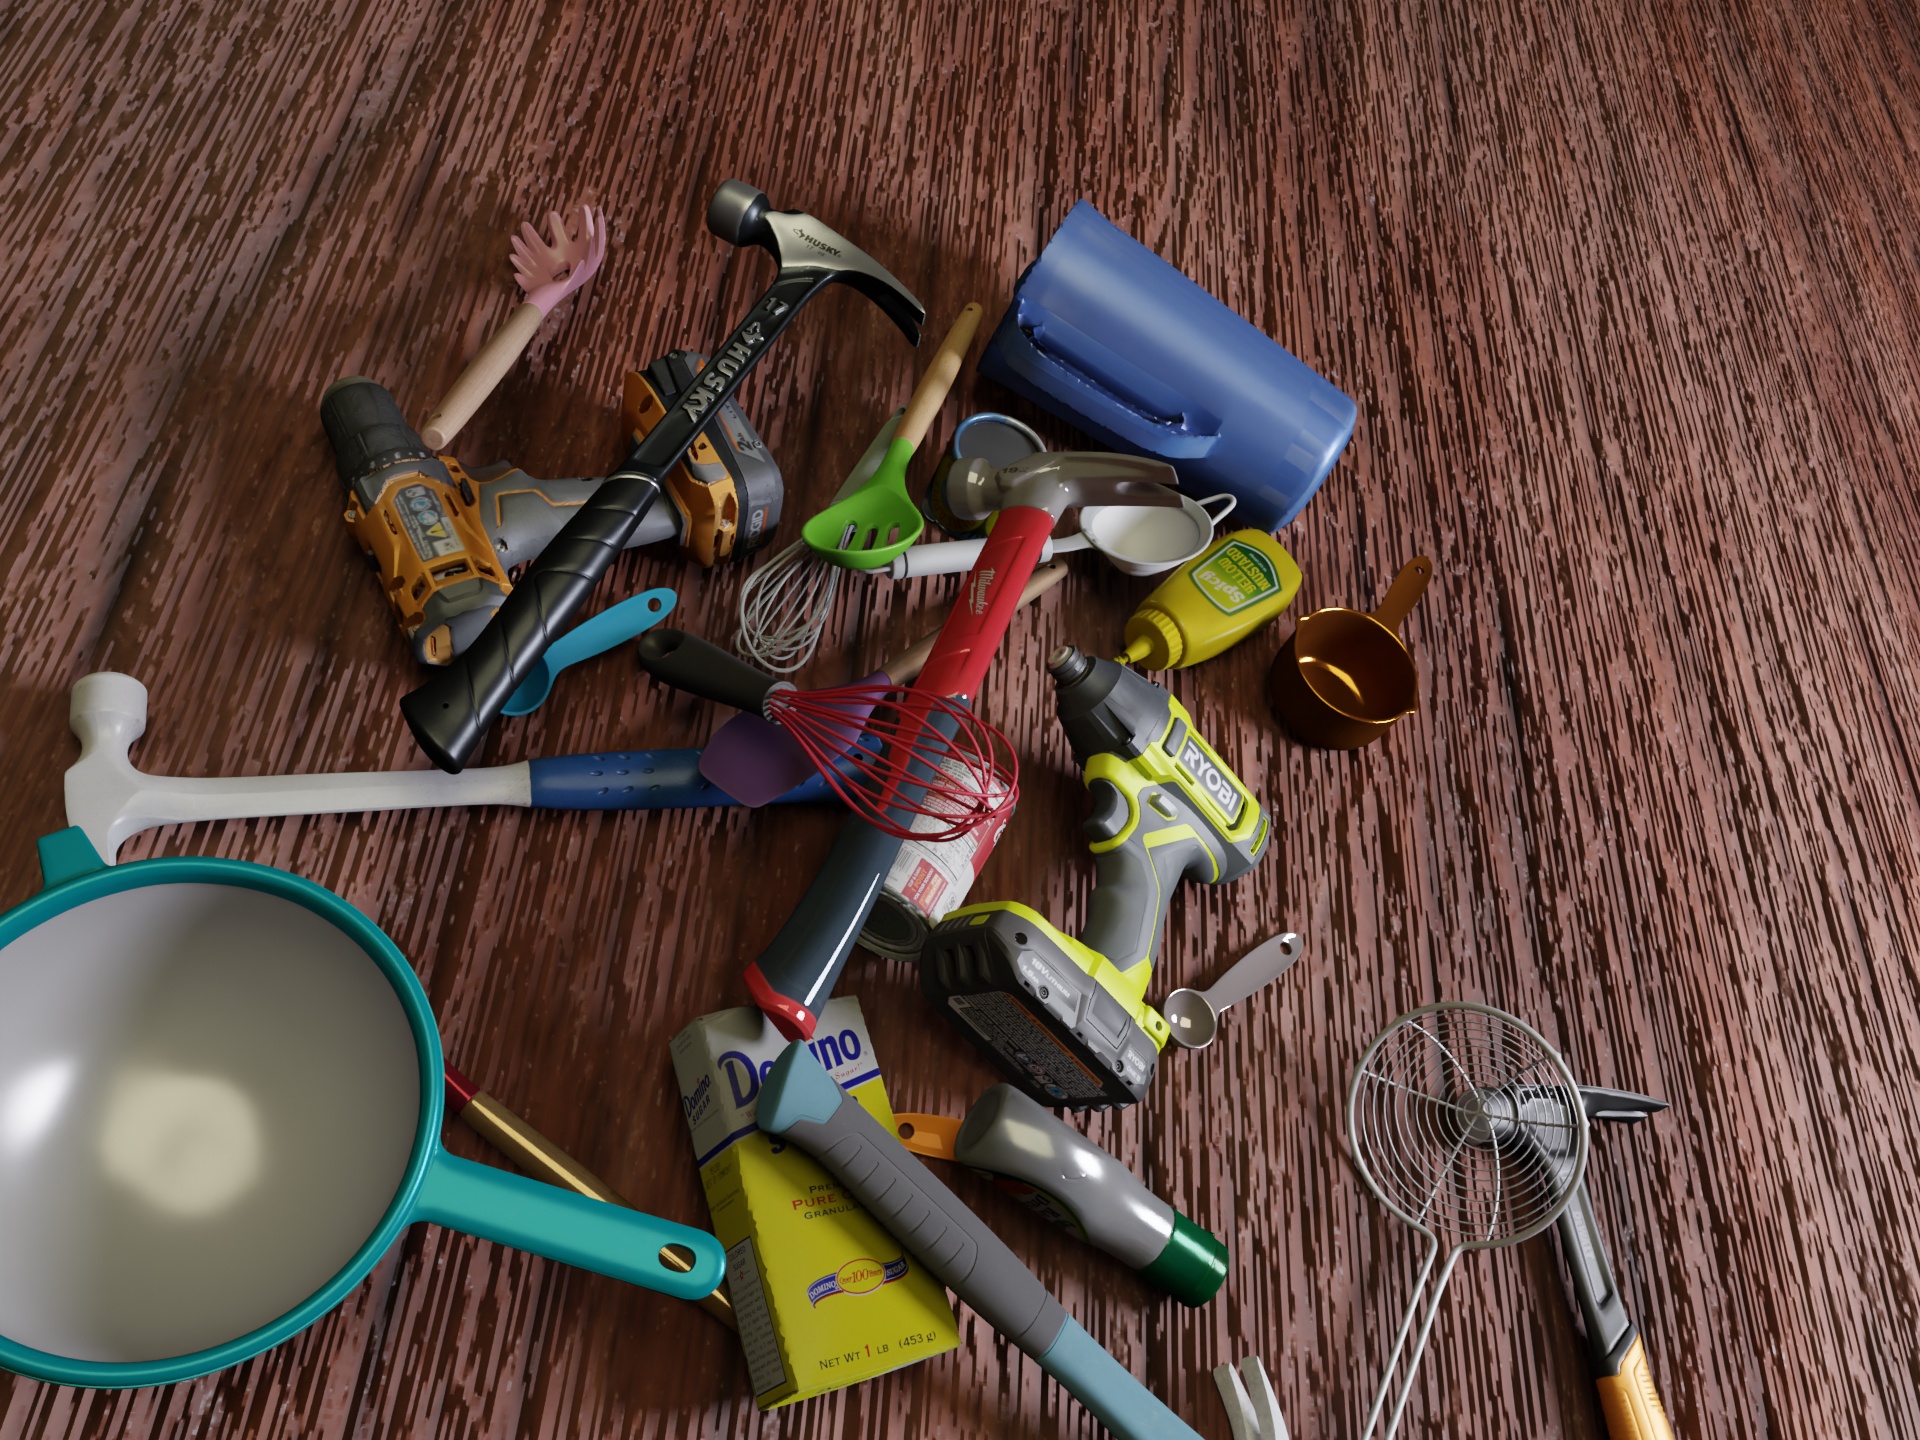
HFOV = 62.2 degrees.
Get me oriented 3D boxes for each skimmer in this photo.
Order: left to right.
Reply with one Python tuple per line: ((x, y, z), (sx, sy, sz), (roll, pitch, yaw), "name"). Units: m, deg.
((0.211, 0.309, 0.783), (0.127, 0.090, 0.363), (9, 50, 32), "skimmer")

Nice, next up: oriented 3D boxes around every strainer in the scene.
((-0.270, 0.193, 0.680), (0.340, 0.095, 0.211), (21, 59, -10), "strainer")
((0.056, -0.109, 1.000), (0.258, 0.050, 0.087), (-9, 42, -22), "strainer")

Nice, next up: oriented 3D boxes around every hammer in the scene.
((-0.234, 0.039, 0.824), (0.405, 0.035, 0.144), (-2, 60, -21), "hammer")
((-0.163, -0.136, 0.861), (0.149, 0.036, 0.409), (28, 61, 4), "hammer")
((-0.001, -0.003, 0.838), (0.143, 0.038, 0.387), (5, 52, 28), "hammer")
((0.031, 0.275, 0.734), (0.331, 0.033, 0.128), (45, 44, -3), "hammer")
((0.360, 0.359, 0.842), (0.127, 0.034, 0.337), (5, 58, -16), "hammer")

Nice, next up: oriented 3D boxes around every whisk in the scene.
((-0.081, -0.003, 0.809), (0.073, 0.073, 0.296), (-30, 35, -32), "whisk")
((-0.073, -0.121, 0.983), (0.059, 0.058, 0.246), (52, 45, -27), "whisk")

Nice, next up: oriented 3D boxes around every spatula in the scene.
((-0.031, -0.034, 0.930), (0.060, 0.018, 0.316), (34, 44, 22), "spatula")

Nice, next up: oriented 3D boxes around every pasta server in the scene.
((-0.260, -0.234, 0.923), (0.060, 0.040, 0.316), (-9, 33, 9), "pasta server")

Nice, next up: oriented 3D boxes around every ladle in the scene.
((-0.208, 0.193, 0.740), (0.315, 0.031, 0.069), (38, 83, 2), "ladle")

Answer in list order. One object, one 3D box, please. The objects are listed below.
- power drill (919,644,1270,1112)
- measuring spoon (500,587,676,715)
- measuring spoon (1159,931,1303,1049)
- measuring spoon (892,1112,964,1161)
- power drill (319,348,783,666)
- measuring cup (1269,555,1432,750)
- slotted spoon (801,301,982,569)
((0.074, 0.080, 0.859), (0.171, 0.080, 0.223), (47, 51, -22), "power drill")
((-0.215, -0.044, 0.888), (0.128, 0.021, 0.042), (-32, 111, -32), "measuring spoon")
((0.156, 0.153, 0.912), (0.124, 0.018, 0.034), (-25, 76, -38), "measuring spoon")
((0.014, 0.219, 0.819), (0.117, 0.011, 0.021), (13, 70, -9), "measuring spoon")
((-0.240, -0.143, 0.914), (0.226, 0.084, 0.185), (-22, 67, -25), "power drill")
((0.267, -0.048, 1.055), (0.095, 0.052, 0.174), (38, 52, 6), "measuring cup")
((-0.028, -0.186, 1.008), (0.070, 0.031, 0.314), (6, 43, 14), "slotted spoon")
